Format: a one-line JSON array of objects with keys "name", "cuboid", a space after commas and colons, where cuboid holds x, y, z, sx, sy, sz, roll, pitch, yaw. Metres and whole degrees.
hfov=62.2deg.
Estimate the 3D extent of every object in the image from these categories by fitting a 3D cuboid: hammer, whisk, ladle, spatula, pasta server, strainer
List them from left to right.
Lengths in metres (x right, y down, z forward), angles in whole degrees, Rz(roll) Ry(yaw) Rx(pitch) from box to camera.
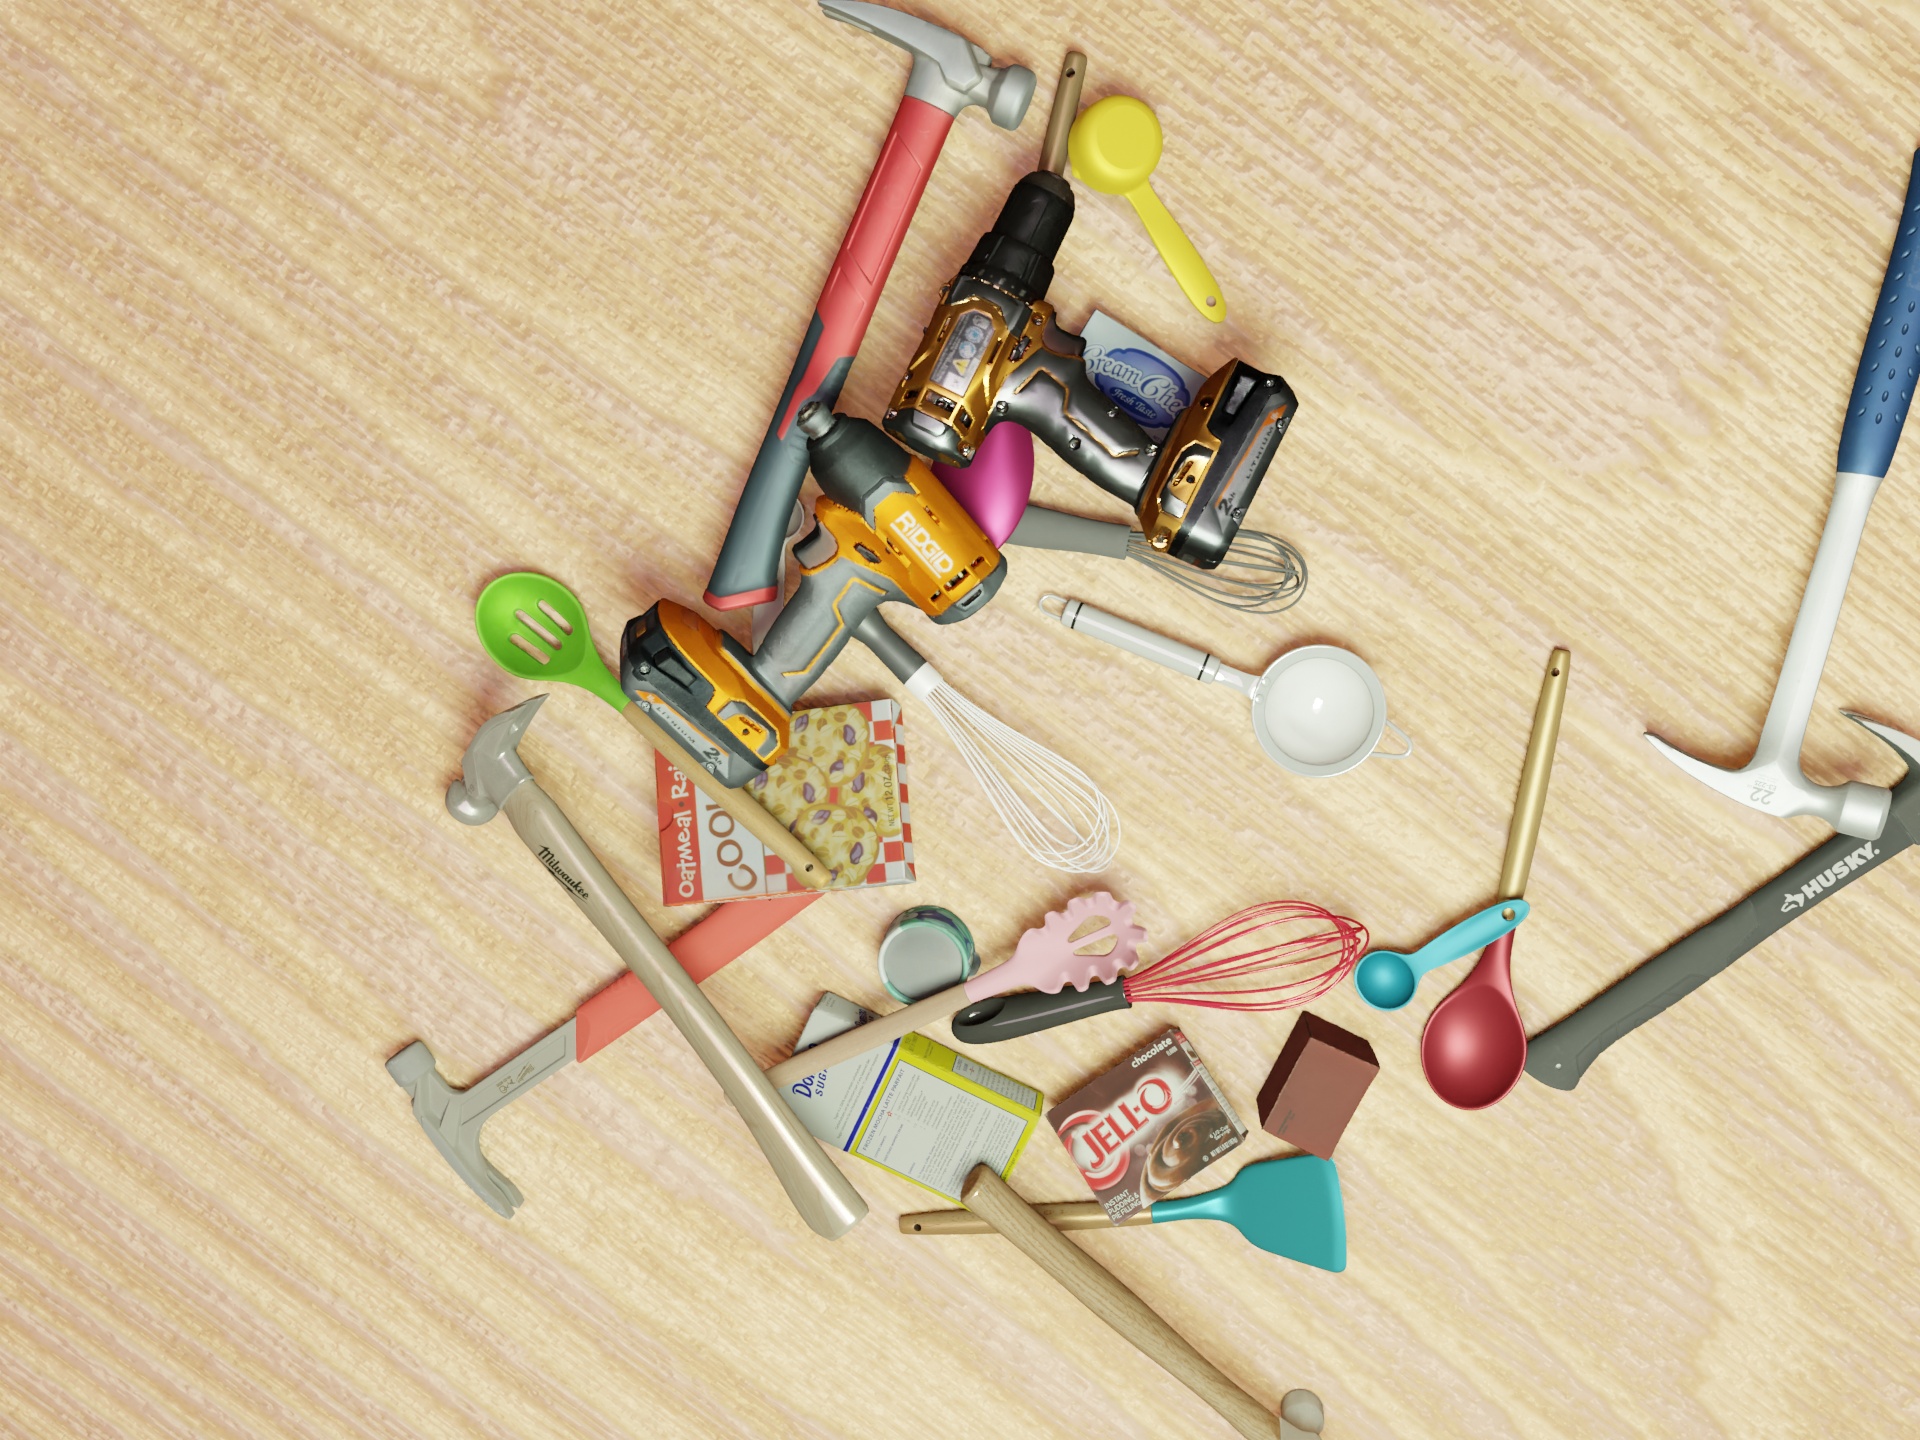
[{"name": "hammer", "cuboid": [-0.240, 0.215, 1.145, 0.359, 0.037, 0.149, -34, 96, 12]}, {"name": "hammer", "cuboid": [-0.194, 0.168, 1.058, 0.411, 0.038, 0.146, 51, 137, 5]}, {"name": "hammer", "cuboid": [-0.094, -0.254, 1.015, 0.143, 0.038, 0.386, 25, 100, 2]}, {"name": "pasta server", "cuboid": [-0.021, 0.196, 1.078, 0.316, 0.040, 0.060, -25, 84, 7]}, {"name": "whisk", "cuboid": [-0.001, -0.004, 1.065, 0.284, 0.070, 0.070, 45, 103, 1]}, {"name": "spatula", "cuboid": [0.110, 0.353, 1.131, 0.317, 0.044, 0.082, -6, 91, 9]}, {"name": "whisk", "cuboid": [0.106, -0.112, 1.033, 0.239, 0.055, 0.055, 12, 103, 8]}, {"name": "hammer", "cuboid": [0.130, 0.424, 1.095, 0.331, 0.130, 0.031, 41, 107, -5]}, {"name": "whisk", "cuboid": [0.132, 0.181, 1.087, 0.296, 0.073, 0.073, -16, 100, 14]}, {"name": "strainer", "cuboid": [0.171, -0.032, 1.044, 0.258, 0.050, 0.087, 23, 98, 7]}, {"name": "ladle", "cuboid": [0.366, 0.107, 1.057, 0.069, 0.031, 0.315, 15, 102, 30]}, {"name": "hammer", "cuboid": [0.508, 0.134, 1.044, 0.334, 0.035, 0.146, -39, 96, 13]}, {"name": "hammer", "cuboid": [0.538, -0.140, 0.968, 0.144, 0.035, 0.405, 16, 100, 25]}]

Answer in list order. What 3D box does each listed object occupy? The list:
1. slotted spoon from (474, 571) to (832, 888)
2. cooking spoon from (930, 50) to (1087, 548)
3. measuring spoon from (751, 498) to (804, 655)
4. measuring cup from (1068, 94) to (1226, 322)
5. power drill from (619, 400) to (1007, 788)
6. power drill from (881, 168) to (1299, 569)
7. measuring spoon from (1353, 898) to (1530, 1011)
[{"name": "slotted spoon", "cuboid": [-0.204, 0.009, 1.063, 0.314, 0.031, 0.070, 39, 87, 14]}, {"name": "cooking spoon", "cuboid": [0.036, -0.260, 1.010, 0.069, 0.017, 0.319, 15, 99, 13]}, {"name": "measuring spoon", "cuboid": [-0.127, -0.097, 1.079, 0.034, 0.018, 0.124, 11, 110, 4]}, {"name": "measuring cup", "cuboid": [0.125, -0.316, 0.988, 0.062, 0.029, 0.156, -37, 100, -8]}, {"name": "power drill", "cuboid": [-0.104, -0.081, 0.986, 0.226, 0.084, 0.164, -39, 118, 8]}, {"name": "power drill", "cuboid": [0.088, -0.212, 0.966, 0.226, 0.084, 0.185, 26, 91, 3]}, {"name": "measuring spoon", "cuboid": [0.324, 0.152, 1.067, 0.128, 0.021, 0.042, -34, 83, 21]}]
